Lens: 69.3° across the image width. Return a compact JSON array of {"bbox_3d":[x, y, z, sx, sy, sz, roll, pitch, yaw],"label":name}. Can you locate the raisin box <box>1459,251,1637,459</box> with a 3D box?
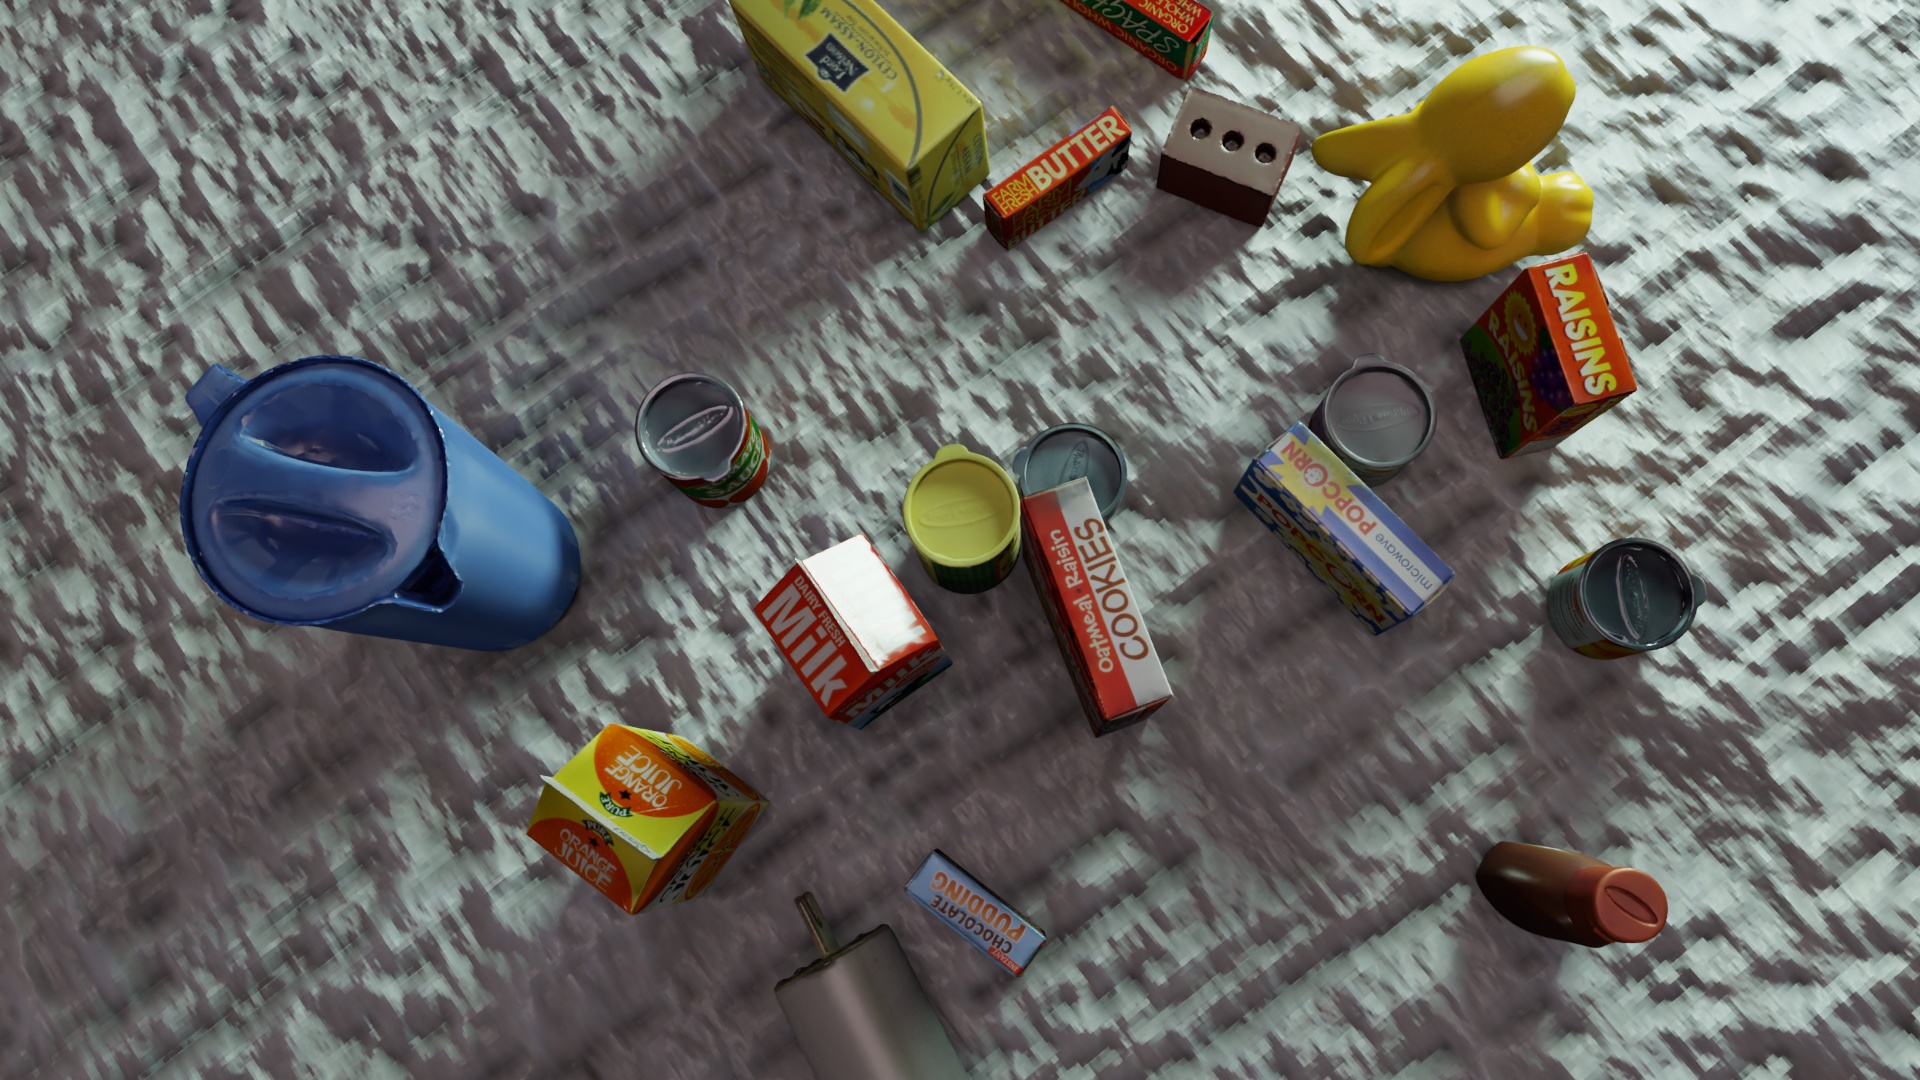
[{"bbox_3d":[0.344,-0.105,0.820,0.040,0.123,0.086,-14,78,1],"label":"raisin box"}]

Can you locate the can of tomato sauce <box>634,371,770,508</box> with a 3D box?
[{"bbox_3d":[-0.155,-0.059,0.857,0.071,0.083,0.071,-1,79,3],"label":"can of tomato sauce"}]

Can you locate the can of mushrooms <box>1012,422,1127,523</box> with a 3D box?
[{"bbox_3d":[0.068,-0.039,0.866,0.071,0.033,0.071,-1,78,3],"label":"can of mushrooms"}]

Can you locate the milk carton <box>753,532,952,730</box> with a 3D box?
[{"bbox_3d":[-0.058,0.053,0.774,0.073,0.190,0.072,-35,79,-4],"label":"milk carton"}]

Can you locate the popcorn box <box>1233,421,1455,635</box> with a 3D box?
[{"bbox_3d":[0.225,-0.005,0.825,0.038,0.085,0.127,-42,79,-5],"label":"popcorn box"}]

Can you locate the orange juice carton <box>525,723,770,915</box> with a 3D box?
[{"bbox_3d":[-0.170,0.151,0.759,0.072,0.192,0.073,35,83,9],"label":"orange juice carton"}]

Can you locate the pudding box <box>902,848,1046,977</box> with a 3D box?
[{"bbox_3d":[0.009,0.216,0.809,0.084,0.049,0.030,36,83,9],"label":"pudding box"}]

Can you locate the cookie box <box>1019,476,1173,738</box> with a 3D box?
[{"bbox_3d":[0.072,0.044,0.781,0.040,0.167,0.123,-21,78,-1],"label":"cookie box"}]

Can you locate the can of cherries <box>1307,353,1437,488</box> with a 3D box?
[{"bbox_3d":[0.250,-0.072,0.851,0.071,0.058,0.071,-1,79,3],"label":"can of cherries"}]

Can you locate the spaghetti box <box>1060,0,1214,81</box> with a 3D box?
[{"bbox_3d":[0.060,-0.394,0.931,0.250,0.050,0.029,36,83,9],"label":"spaghetti box"}]

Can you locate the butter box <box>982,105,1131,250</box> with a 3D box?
[{"bbox_3d":[0.063,-0.233,0.897,0.103,0.053,0.024,-35,79,-4],"label":"butter box"}]

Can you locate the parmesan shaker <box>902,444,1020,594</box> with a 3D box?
[{"bbox_3d":[0.003,-0.010,0.829,0.071,0.103,0.071,-1,79,3],"label":"parmesan shaker"}]

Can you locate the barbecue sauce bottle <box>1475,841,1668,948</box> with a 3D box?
[{"bbox_3d":[0.329,0.192,0.746,0.065,0.148,0.044,36,83,9],"label":"barbecue sauce bottle"}]

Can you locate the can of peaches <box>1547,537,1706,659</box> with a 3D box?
[{"bbox_3d":[0.392,0.036,0.821,0.071,0.058,0.071,-1,79,3],"label":"can of peaches"}]
